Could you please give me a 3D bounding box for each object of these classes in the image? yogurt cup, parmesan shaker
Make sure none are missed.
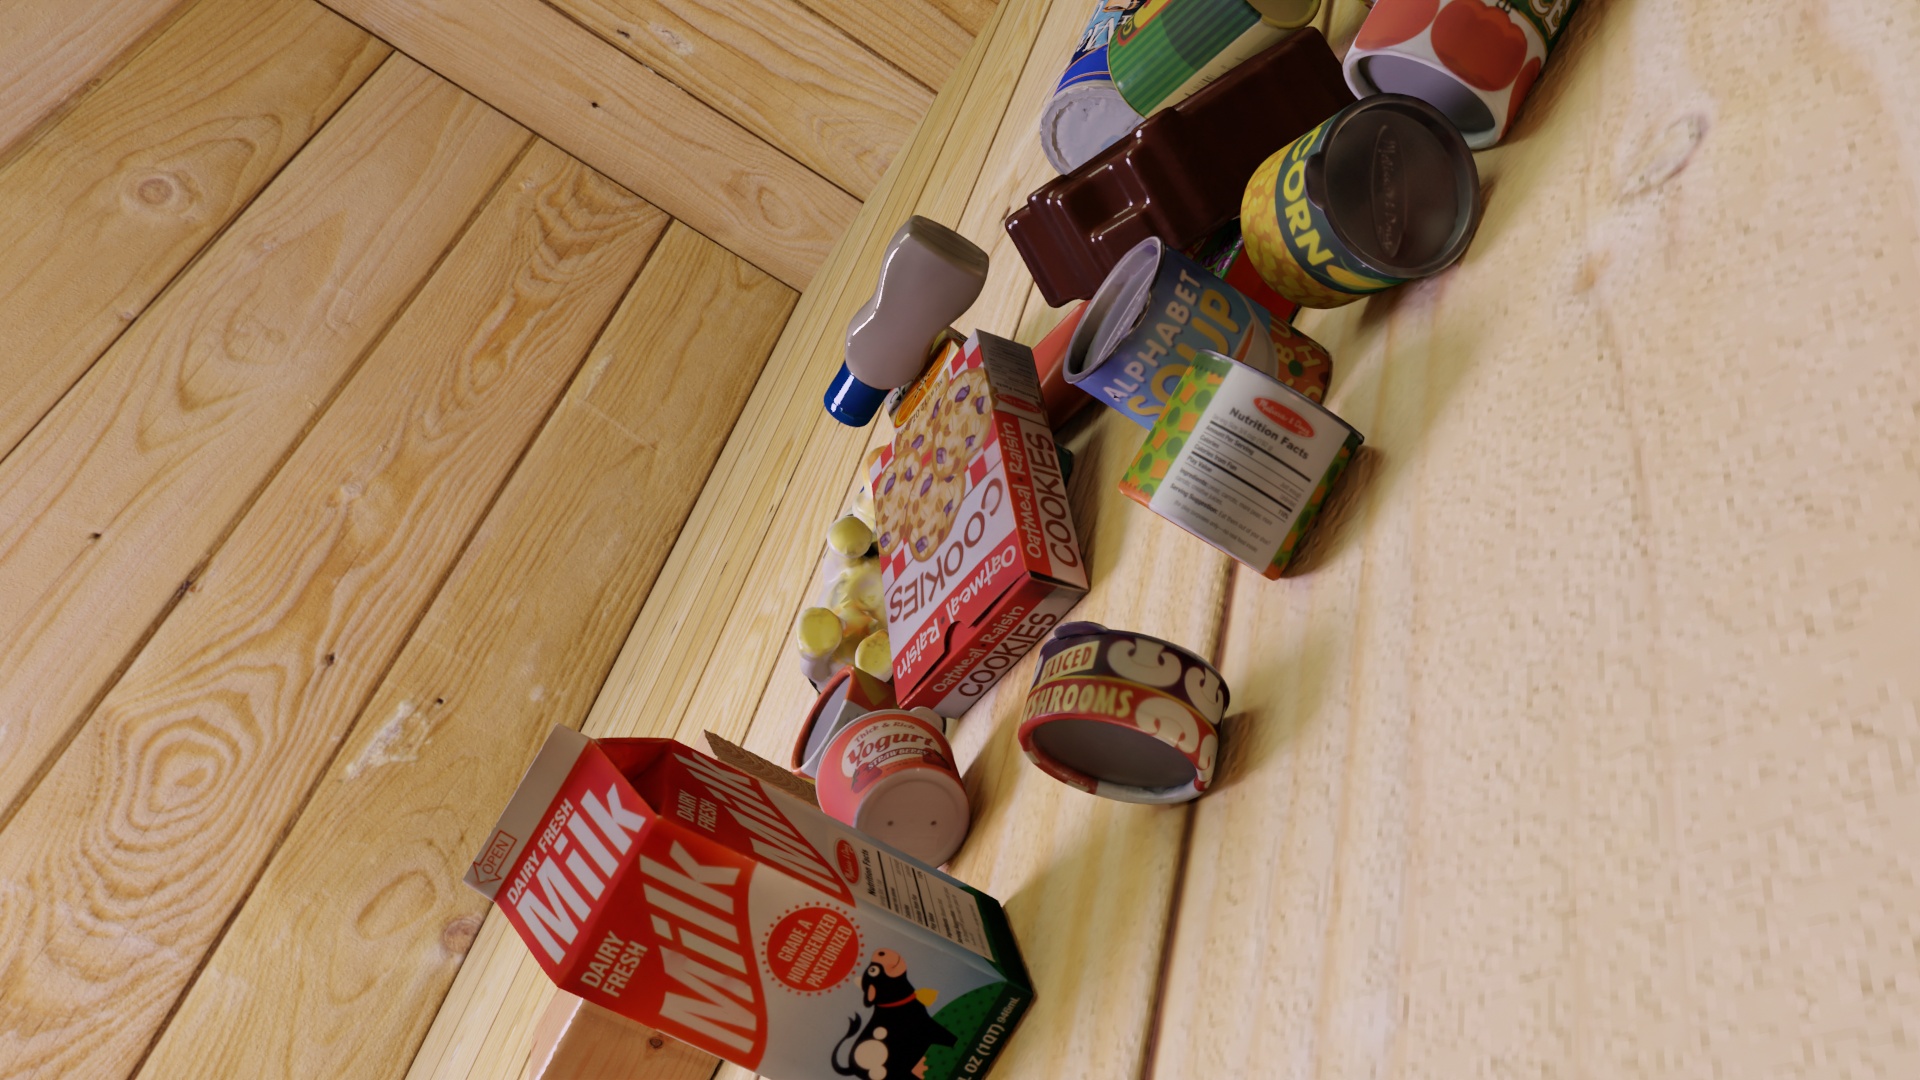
[{"bbox_3d":[-0.029,0.119,0.640,0.072,0.072,0.054,-59,22,5],"label":"yogurt cup"},{"bbox_3d":[0.135,-0.275,0.737,0.102,0.071,0.071,-27,35,60],"label":"parmesan shaker"}]

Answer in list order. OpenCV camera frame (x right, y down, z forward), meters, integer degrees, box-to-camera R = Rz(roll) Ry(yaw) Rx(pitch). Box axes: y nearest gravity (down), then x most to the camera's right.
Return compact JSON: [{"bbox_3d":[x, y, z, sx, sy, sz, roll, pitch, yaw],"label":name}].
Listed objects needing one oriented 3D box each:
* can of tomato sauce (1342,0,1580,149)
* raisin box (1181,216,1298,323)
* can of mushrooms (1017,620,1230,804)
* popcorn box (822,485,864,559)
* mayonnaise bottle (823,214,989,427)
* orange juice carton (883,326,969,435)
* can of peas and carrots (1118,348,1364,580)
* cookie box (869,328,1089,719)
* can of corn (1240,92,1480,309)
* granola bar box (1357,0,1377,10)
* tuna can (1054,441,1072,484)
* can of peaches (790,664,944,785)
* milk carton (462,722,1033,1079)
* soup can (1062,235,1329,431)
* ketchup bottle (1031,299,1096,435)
[{"bbox_3d":[0.190,-0.197,0.508,0.083,0.071,0.071,-61,14,0],"label":"can of tomato sauce"},{"bbox_3d":[0.109,-0.102,0.653,0.086,0.040,0.123,-60,15,-3],"label":"raisin box"},{"bbox_3d":[0.053,0.059,0.462,0.070,0.071,0.033,-39,27,55],"label":"can of mushrooms"},{"bbox_3d":[-0.060,-0.007,1.044,0.085,0.038,0.127,-59,14,-2],"label":"popcorn box"},{"bbox_3d":[-0.042,-0.137,0.901,0.147,0.065,0.041,-53,17,36],"label":"mayonnaise bottle"},{"bbox_3d":[-0.003,-0.101,0.964,0.073,0.072,0.193,-57,15,10],"label":"orange juice carton"},{"bbox_3d":[0.098,-0.026,0.490,0.058,0.071,0.071,-60,14,4],"label":"can of peas and carrots"},{"bbox_3d":[0.003,-0.009,0.727,0.122,0.040,0.168,-49,37,39],"label":"cookie box"},{"bbox_3d":[0.143,-0.123,0.512,0.071,0.071,0.058,-63,13,-11],"label":"can of corn"},{"bbox_3d":[0.234,-0.352,0.721,0.123,0.039,0.166,-51,17,29],"label":"granola bar box"},{"bbox_3d":[0.031,-0.029,0.786,0.071,0.033,0.071,-54,15,22],"label":"tuna can"},{"bbox_3d":[-0.051,0.107,0.744,0.071,0.058,0.071,-54,16,23],"label":"can of peaches"},{"bbox_3d":[-0.077,0.137,0.504,0.072,0.190,0.073,-58,14,7],"label":"milk carton"},{"bbox_3d":[0.094,-0.070,0.549,0.071,0.084,0.072,-54,15,23],"label":"soup can"},{"bbox_3d":[0.068,-0.104,0.785,0.148,0.043,0.065,-40,23,53],"label":"ketchup bottle"}]
